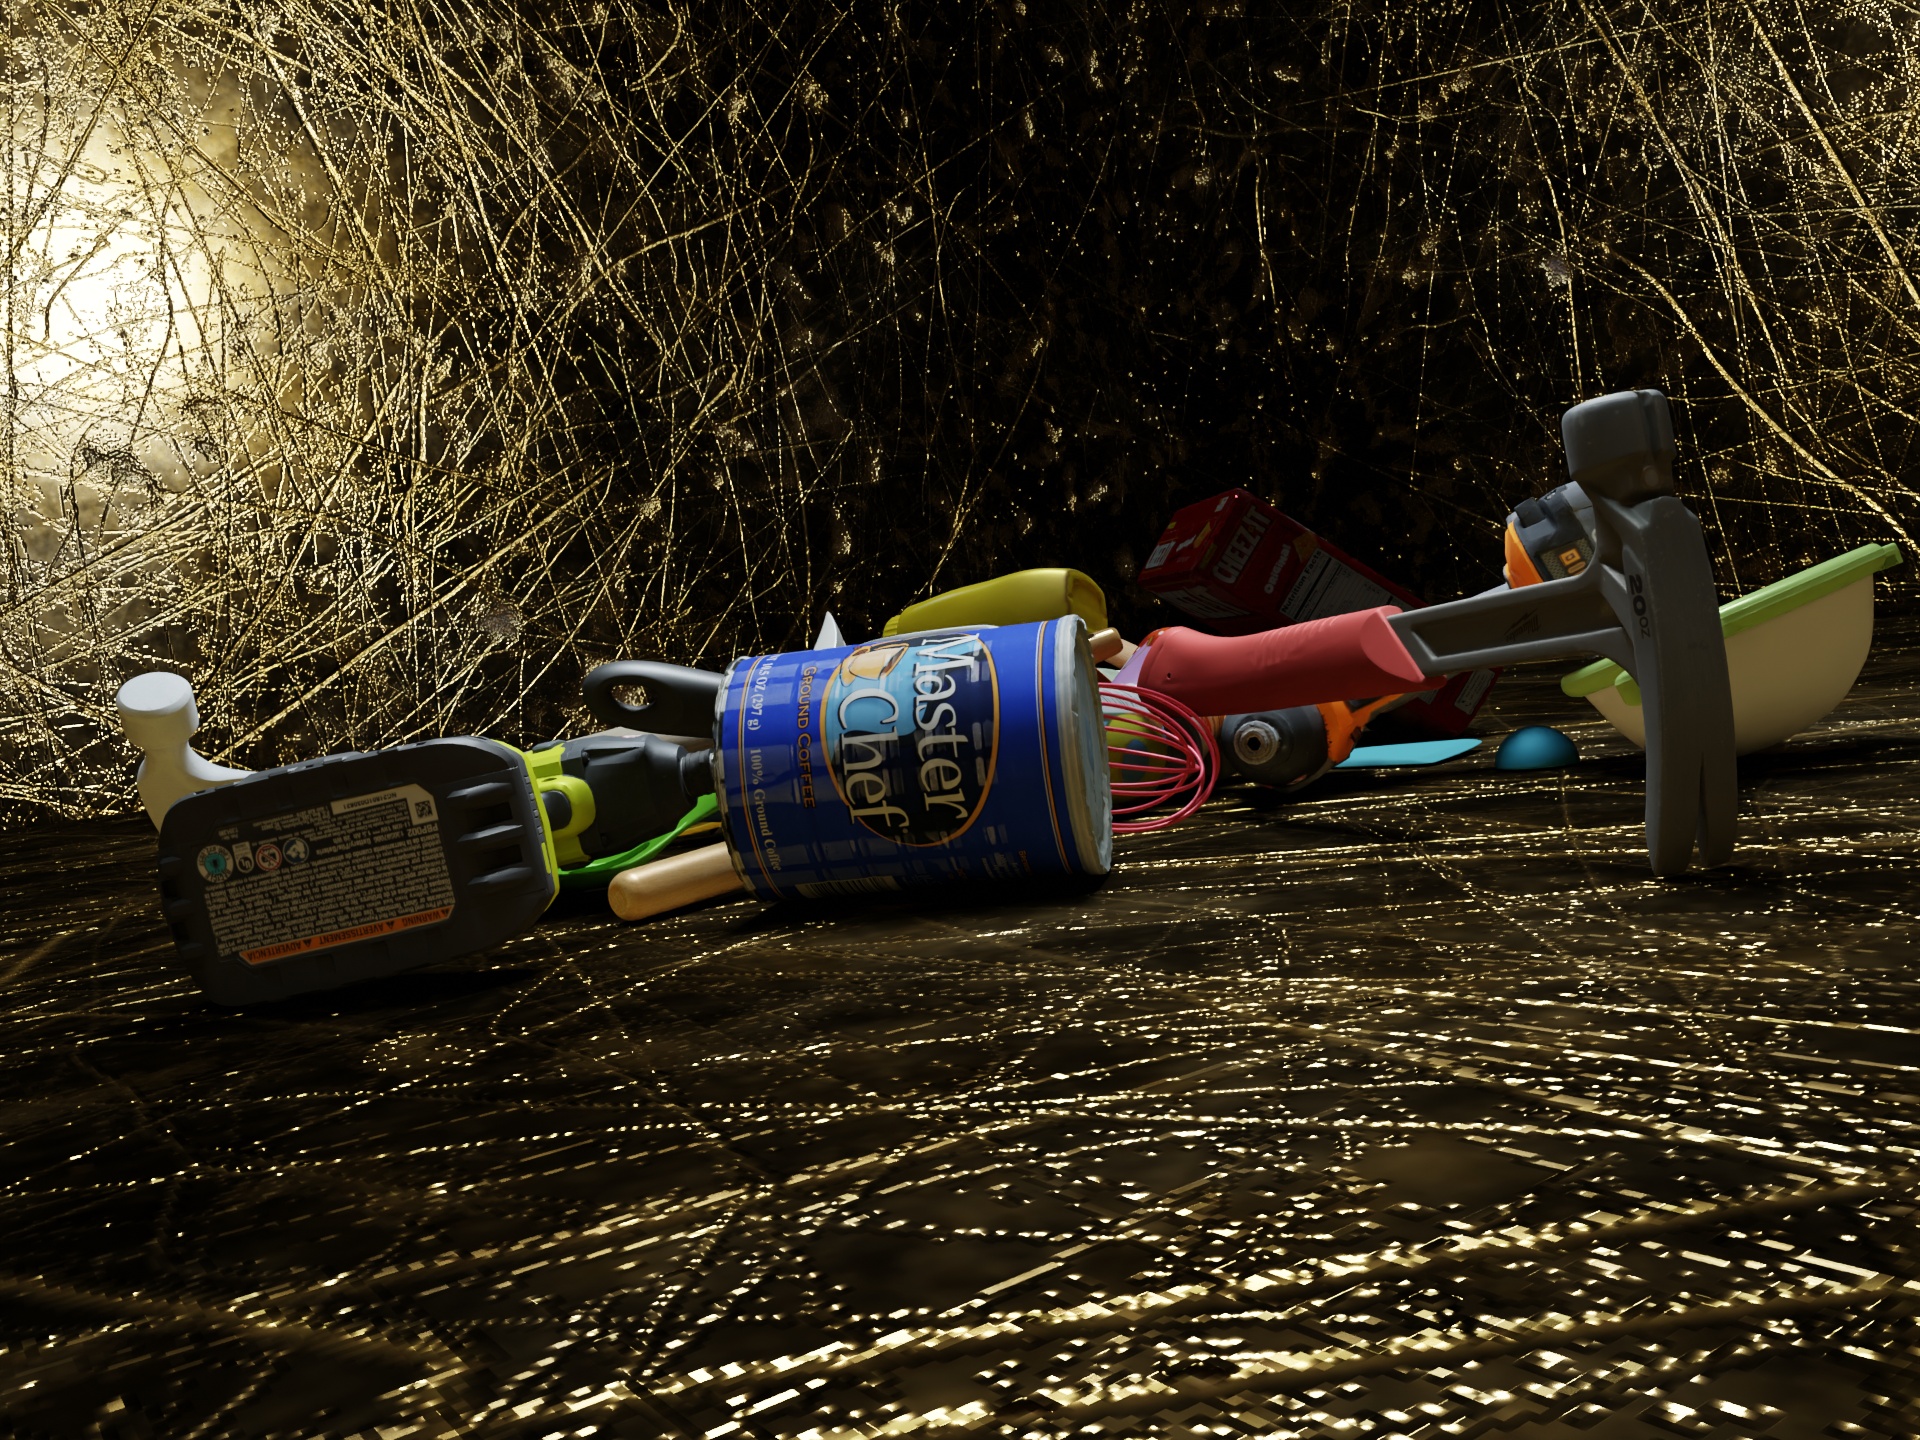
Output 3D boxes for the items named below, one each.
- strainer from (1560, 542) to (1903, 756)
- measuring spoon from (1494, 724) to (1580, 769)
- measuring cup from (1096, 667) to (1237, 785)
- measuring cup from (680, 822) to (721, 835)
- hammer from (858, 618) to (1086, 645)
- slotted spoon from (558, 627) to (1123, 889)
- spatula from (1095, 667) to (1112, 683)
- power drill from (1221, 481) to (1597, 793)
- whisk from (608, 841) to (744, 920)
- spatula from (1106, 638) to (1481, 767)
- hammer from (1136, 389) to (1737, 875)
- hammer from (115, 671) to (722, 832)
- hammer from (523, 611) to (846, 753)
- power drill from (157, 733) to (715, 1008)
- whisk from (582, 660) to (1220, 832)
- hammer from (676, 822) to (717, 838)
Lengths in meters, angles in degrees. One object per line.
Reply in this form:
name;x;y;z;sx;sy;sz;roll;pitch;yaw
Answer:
strainer;0.340;-0.013;0.707;0.151;0.069;0.256;-28;-7;35
measuring spoon;0.314;0.009;0.862;0.042;0.021;0.128;-6;4;23
measuring cup;0.121;0.000;0.985;0.083;0.038;0.168;-20;21;-19
measuring cup;-0.088;0.056;0.917;0.156;0.029;0.062;-15;4;9
hammer;-0.002;-0.003;0.954;0.128;0.033;0.331;-4;-11;-2
slotted spoon;-0.067;0.019;0.780;0.314;0.031;0.070;-22;26;2
spatula;0.013;-0.005;1.097;0.041;0.081;0.322;-55;8;-30
power drill;0.238;-0.034;0.814;0.226;0.084;0.164;-31;-7;23
whisk;-0.057;0.050;0.731;0.047;0.051;0.245;3;11;41
spatula;0.166;-0.024;1.006;0.318;0.044;0.082;28;25;33
hammer;0.164;-0.017;0.650;0.036;0.149;0.359;-7;-2;-19
hammer;-0.210;0.041;0.834;0.405;0.144;0.035;1;42;-9
hammer;-0.260;0.028;0.977;0.410;0.038;0.146;-14;28;16
power drill;-0.199;0.045;0.650;0.171;0.080;0.223;-13;2;5
whisk;-0.022;0.004;0.726;0.295;0.073;0.073;7;0;-11
hammer;-0.124;0.041;1.143;0.149;0.036;0.409;-5;2;-7
